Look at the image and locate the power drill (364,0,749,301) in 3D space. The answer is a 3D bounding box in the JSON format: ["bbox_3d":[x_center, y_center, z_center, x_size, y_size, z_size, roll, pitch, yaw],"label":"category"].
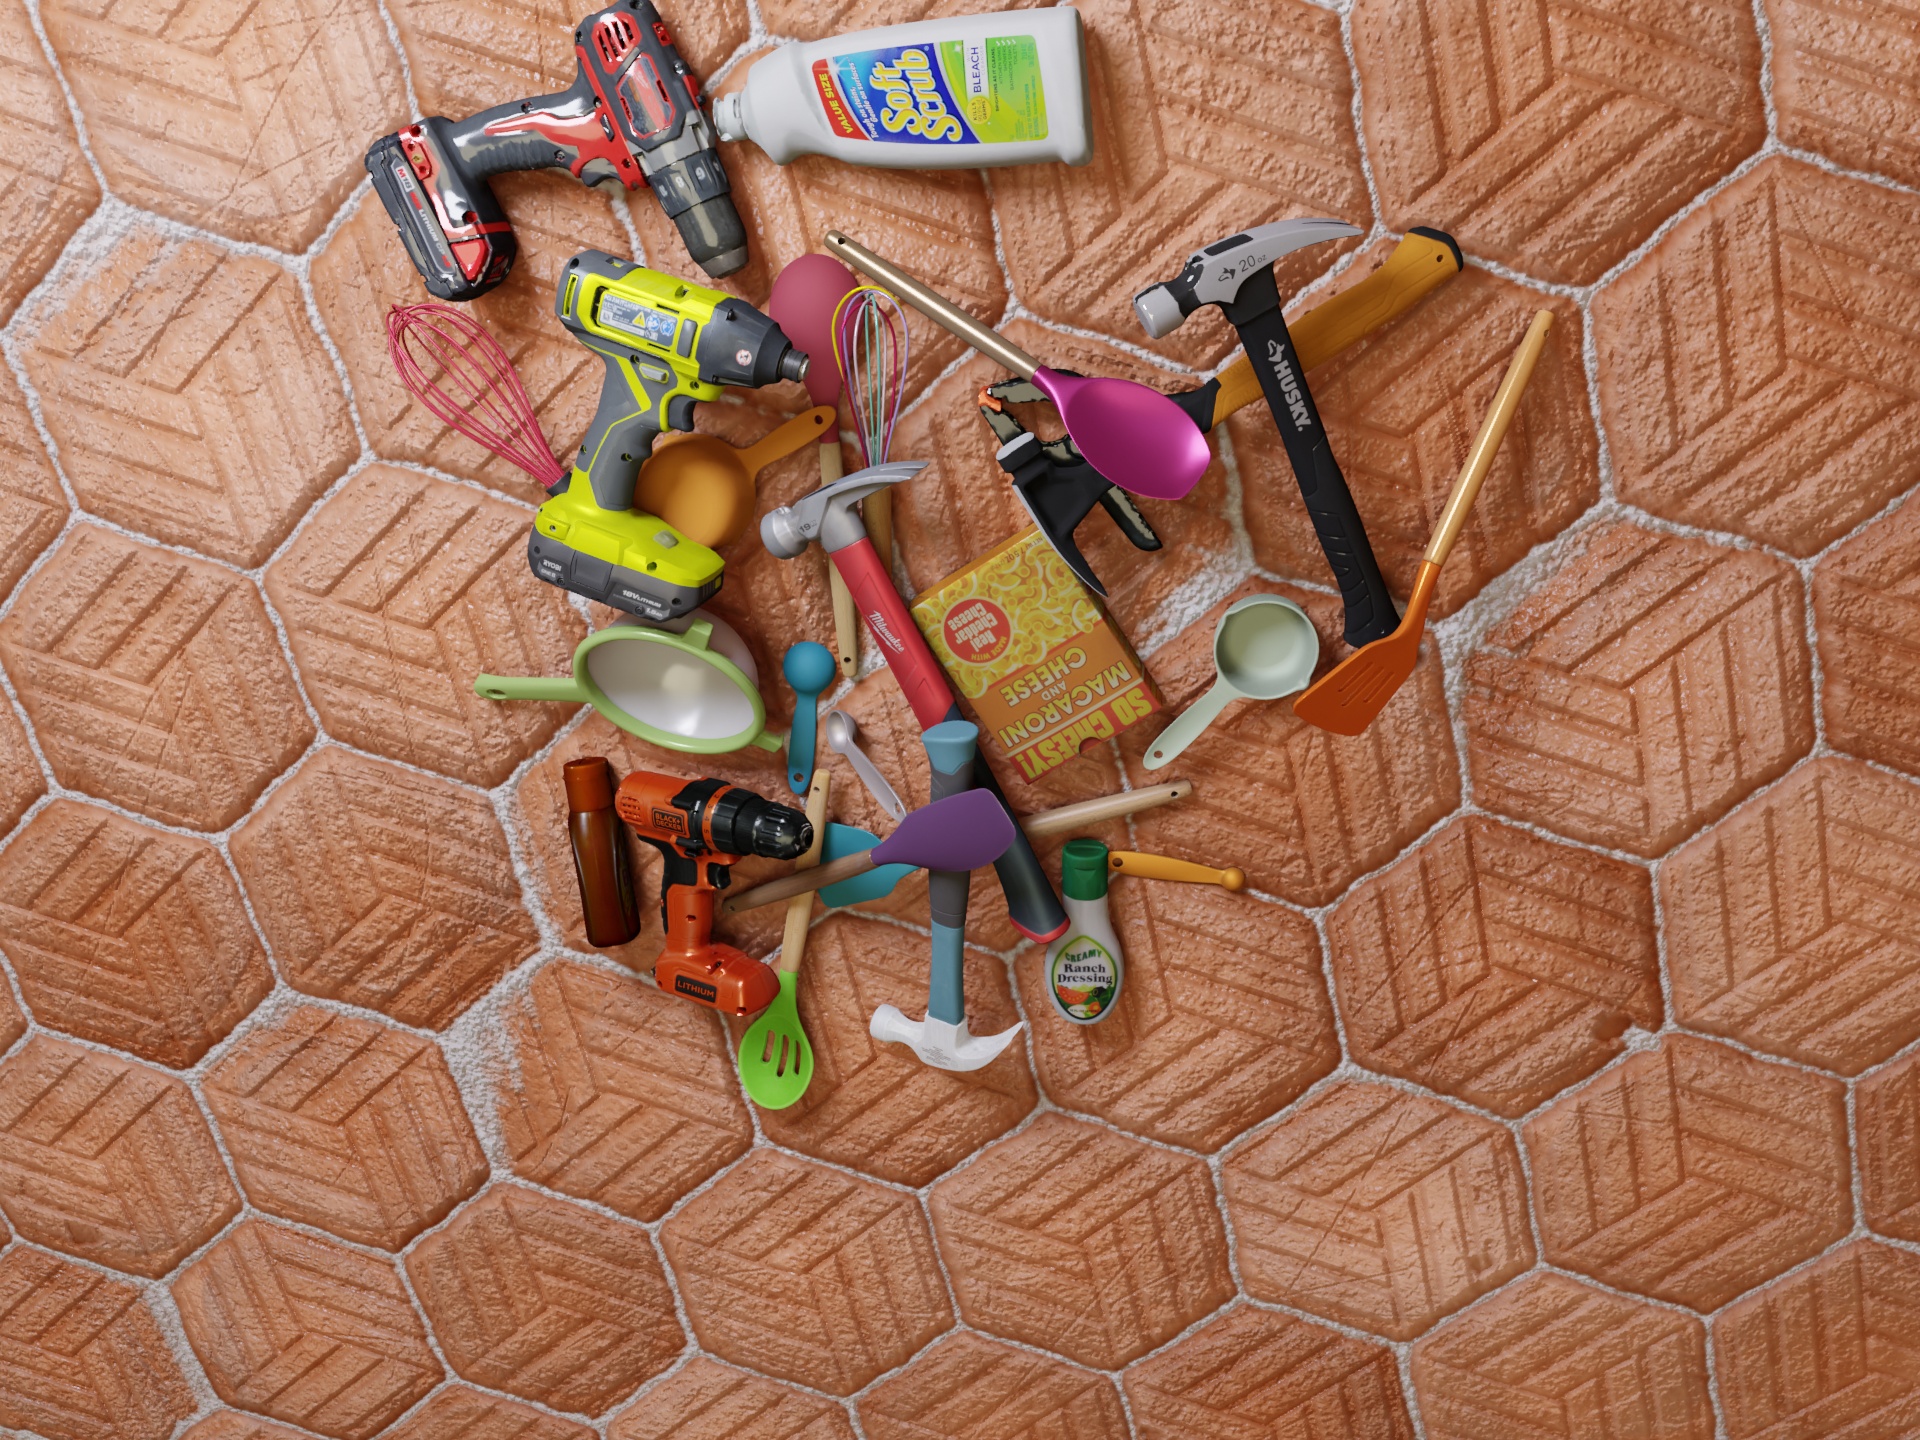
[{"bbox_3d":[-0.270,-0.367,1.104,0.226,0.080,0.187,-21,107,11],"label":"power drill"}]

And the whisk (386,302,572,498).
[{"bbox_3d":[-0.313,-0.193,1.183,0.073,0.073,0.295,-36,107,17],"label":"whisk"}]

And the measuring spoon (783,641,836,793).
[{"bbox_3d":[-0.124,0.002,1.248,0.042,0.021,0.128,8,110,4],"label":"measuring spoon"}]

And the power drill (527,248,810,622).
[{"bbox_3d":[-0.206,-0.190,1.095,0.171,0.080,0.223,21,113,5],"label":"power drill"}]

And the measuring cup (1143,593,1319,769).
[{"bbox_3d":[0.196,-0.026,1.194,0.083,0.038,0.167,40,112,-8],"label":"measuring cup"}]

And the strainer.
[{"bbox_3d":[-0.261,-0.043,1.231,0.256,0.069,0.151,1,144,23],"label":"strainer"}]

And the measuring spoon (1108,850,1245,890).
[{"bbox_3d":[0.168,0.120,1.263,0.117,0.011,0.021,9,111,4],"label":"measuring spoon"}]

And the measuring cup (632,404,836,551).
[{"bbox_3d":[-0.167,-0.180,1.156,0.173,0.052,0.095,-26,103,26],"label":"measuring cup"}]

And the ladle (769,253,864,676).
[{"bbox_3d":[-0.096,-0.181,1.177,0.069,0.031,0.315,-1,112,6],"label":"ladle"}]

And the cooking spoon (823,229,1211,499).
[{"bbox_3d":[0.033,-0.251,1.089,0.319,0.017,0.069,36,87,12],"label":"cooking spoon"}]

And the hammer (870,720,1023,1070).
[{"bbox_3d":[-0.011,0.142,1.226,0.128,0.033,0.330,17,126,23],"label":"hammer"}]

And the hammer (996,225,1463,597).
[{"bbox_3d":[0.197,-0.223,1.097,0.337,0.034,0.127,-33,104,8],"label":"hammer"}]

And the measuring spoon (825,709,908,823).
[{"bbox_3d":[-0.067,0.036,1.219,0.018,0.124,0.034,-10,135,-34],"label":"measuring spoon"}]

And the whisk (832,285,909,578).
[{"bbox_3d":[-0.065,-0.193,1.153,0.047,0.051,0.244,-12,121,-22],"label":"whisk"}]

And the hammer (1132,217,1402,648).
[{"bbox_3d":[0.245,-0.181,1.084,0.146,0.035,0.334,-29,122,2],"label":"hammer"}]

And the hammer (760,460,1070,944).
[{"bbox_3d":[-0.002,-0.004,1.179,0.143,0.038,0.386,-17,108,35],"label":"hammer"}]

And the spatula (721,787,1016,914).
[{"bbox_3d":[-0.080,0.112,1.219,0.316,0.018,0.059,-21,106,39],"label":"spatula"}]

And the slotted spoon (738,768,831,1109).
[{"bbox_3d":[-0.135,0.182,1.308,0.070,0.031,0.313,19,113,18],"label":"slotted spoon"}]

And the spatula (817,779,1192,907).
[{"bbox_3d":[0.027,0.086,1.264,0.317,0.044,0.082,-14,106,7],"label":"spatula"}]

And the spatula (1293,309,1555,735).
[{"bbox_3d":[0.333,-0.135,1.113,0.081,0.041,0.322,18,99,-38],"label":"spatula"}]
